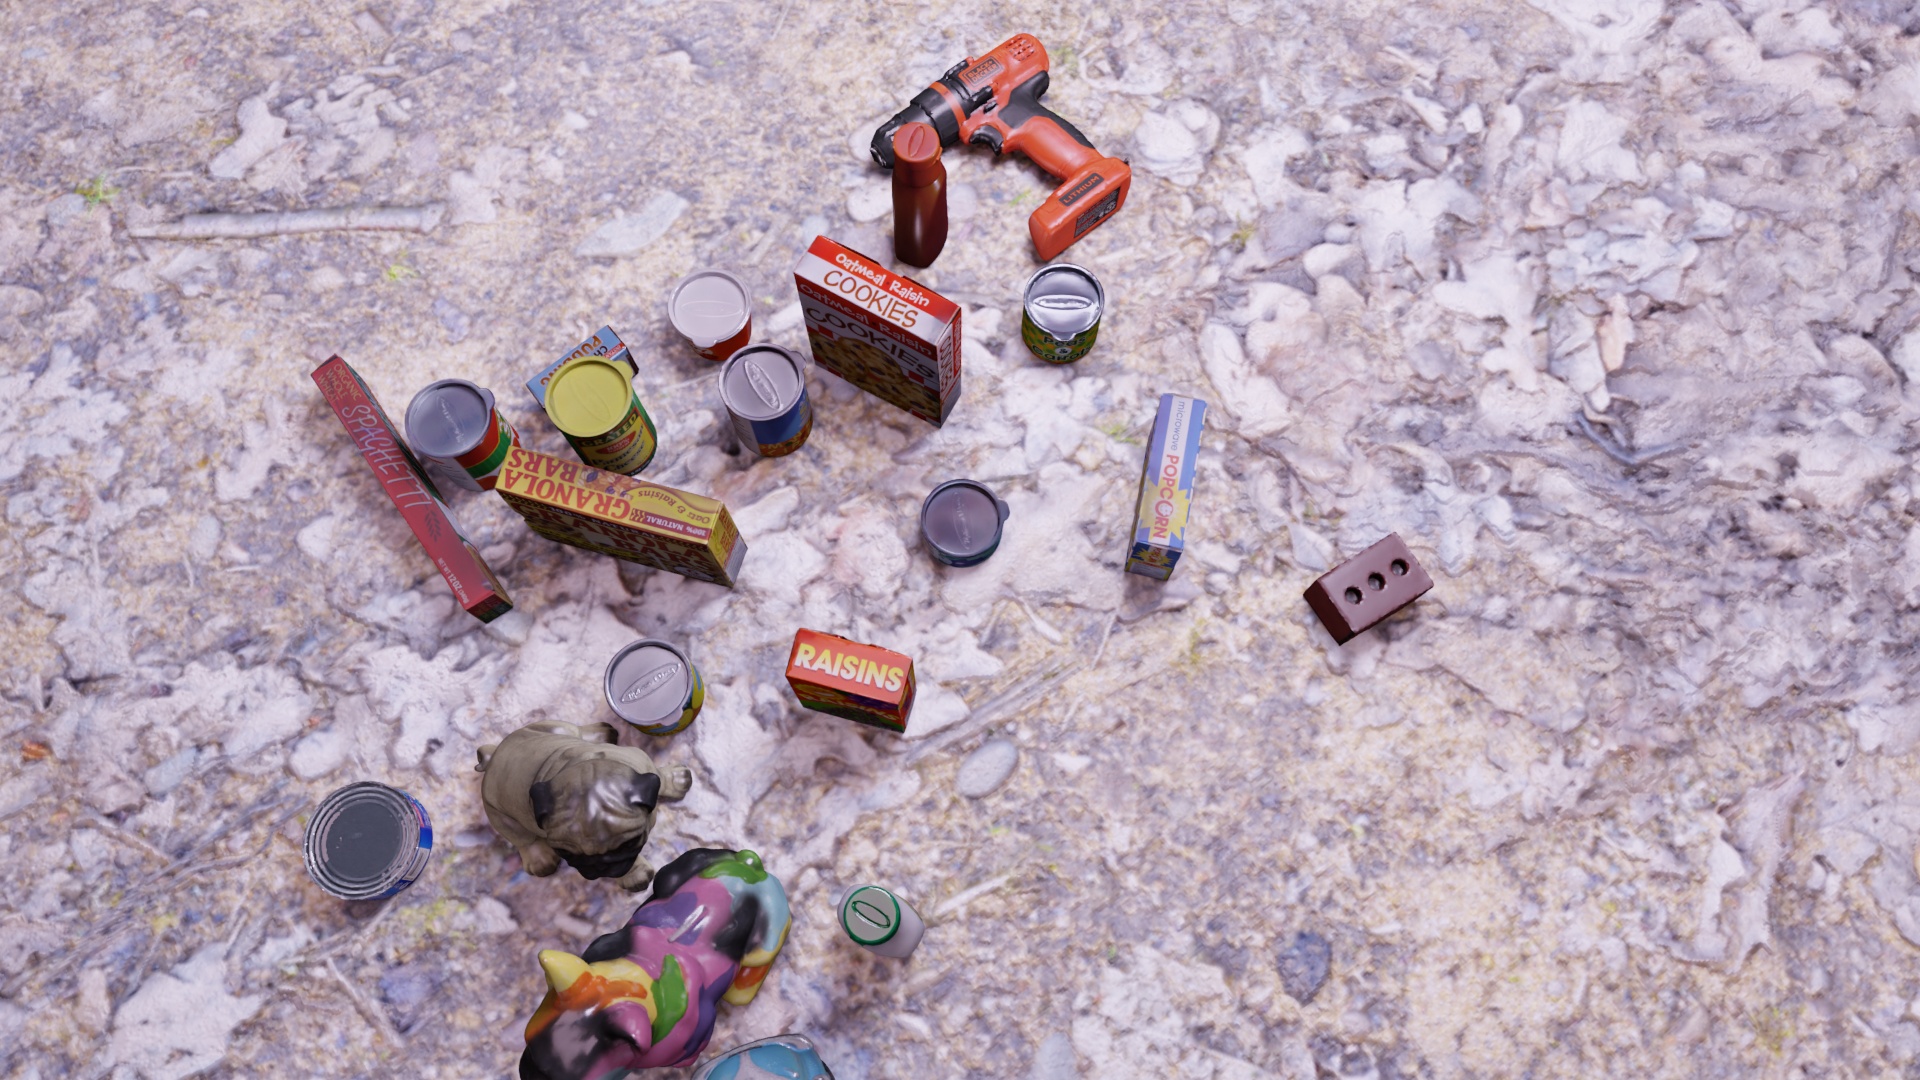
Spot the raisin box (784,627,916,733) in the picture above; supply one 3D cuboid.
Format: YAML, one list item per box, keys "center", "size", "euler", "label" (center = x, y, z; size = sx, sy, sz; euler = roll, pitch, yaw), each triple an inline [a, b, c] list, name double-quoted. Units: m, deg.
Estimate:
- center: [-0.078, 0.104, 1.024]
  size: [0.086, 0.123, 0.040]
  euler: [15, 74, 4]
  label: "raisin box"

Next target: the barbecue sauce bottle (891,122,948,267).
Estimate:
- center: [-0.033, -0.284, 1.133]
  size: [0.044, 0.148, 0.065]
  euler: [16, 74, 5]
  label: "barbecue sauce bottle"

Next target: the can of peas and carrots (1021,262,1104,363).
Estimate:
- center: [0.084, -0.185, 1.149]
  size: [0.071, 0.058, 0.071]
  euler: [0, 73, 0]
  label: "can of peas and carrots"

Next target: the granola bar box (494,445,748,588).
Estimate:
- center: [-0.255, -0.015, 1.061]
  size: [0.166, 0.124, 0.039]
  euler: [15, 74, 4]
  label: "granola bar box"

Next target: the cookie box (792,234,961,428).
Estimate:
- center: [-0.060, -0.160, 1.084]
  size: [0.123, 0.167, 0.040]
  euler: [28, 75, 8]
  label: "cookie box"

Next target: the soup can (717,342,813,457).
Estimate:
- center: [-0.152, -0.112, 1.113]
  size: [0.071, 0.083, 0.071]
  euler: [0, 73, 0]
  label: "soup can"

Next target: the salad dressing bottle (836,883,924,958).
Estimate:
- center: [-0.057, 0.262, 0.962]
  size: [0.064, 0.147, 0.044]
  euler: [29, 75, 8]
  label: "salad dressing bottle"

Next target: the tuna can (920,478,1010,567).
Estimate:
- center: [0.004, -0.014, 1.109]
  size: [0.071, 0.032, 0.071]
  euler: [0, 73, 0]
  label: "tuna can"

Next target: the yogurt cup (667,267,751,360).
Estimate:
- center: [-0.204, -0.184, 1.151]
  size: [0.072, 0.053, 0.072]
  euler: [0, 73, 0]
  label: "yogurt cup"

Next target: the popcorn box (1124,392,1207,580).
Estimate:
- center: [0.161, -0.042, 1.091]
  size: [0.038, 0.085, 0.127]
  euler: [11, 73, 3]
  label: "popcorn box"

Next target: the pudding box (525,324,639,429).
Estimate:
- center: [-0.308, -0.133, 1.136]
  size: [0.084, 0.049, 0.030]
  euler: [-40, 77, -11]
  label: "pudding box"

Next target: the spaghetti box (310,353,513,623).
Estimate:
- center: [-0.438, -0.042, 1.107]
  size: [0.029, 0.050, 0.250]
  euler: [-35, 76, -10]
  label: "spaghetti box"

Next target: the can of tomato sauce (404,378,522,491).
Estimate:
- center: [-0.391, -0.084, 1.103]
  size: [0.071, 0.083, 0.071]
  euler: [0, 73, 0]
  label: "can of tomato sauce"

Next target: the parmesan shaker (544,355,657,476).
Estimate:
- center: [-0.279, -0.096, 1.097]
  size: [0.071, 0.102, 0.071]
  euler: [0, 73, 0]
  label: "parmesan shaker"

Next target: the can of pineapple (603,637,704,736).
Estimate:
- center: [-0.231, 0.114, 1.055]
  size: [0.071, 0.057, 0.071]
  euler: [0, 73, 0]
  label: "can of pineapple"
